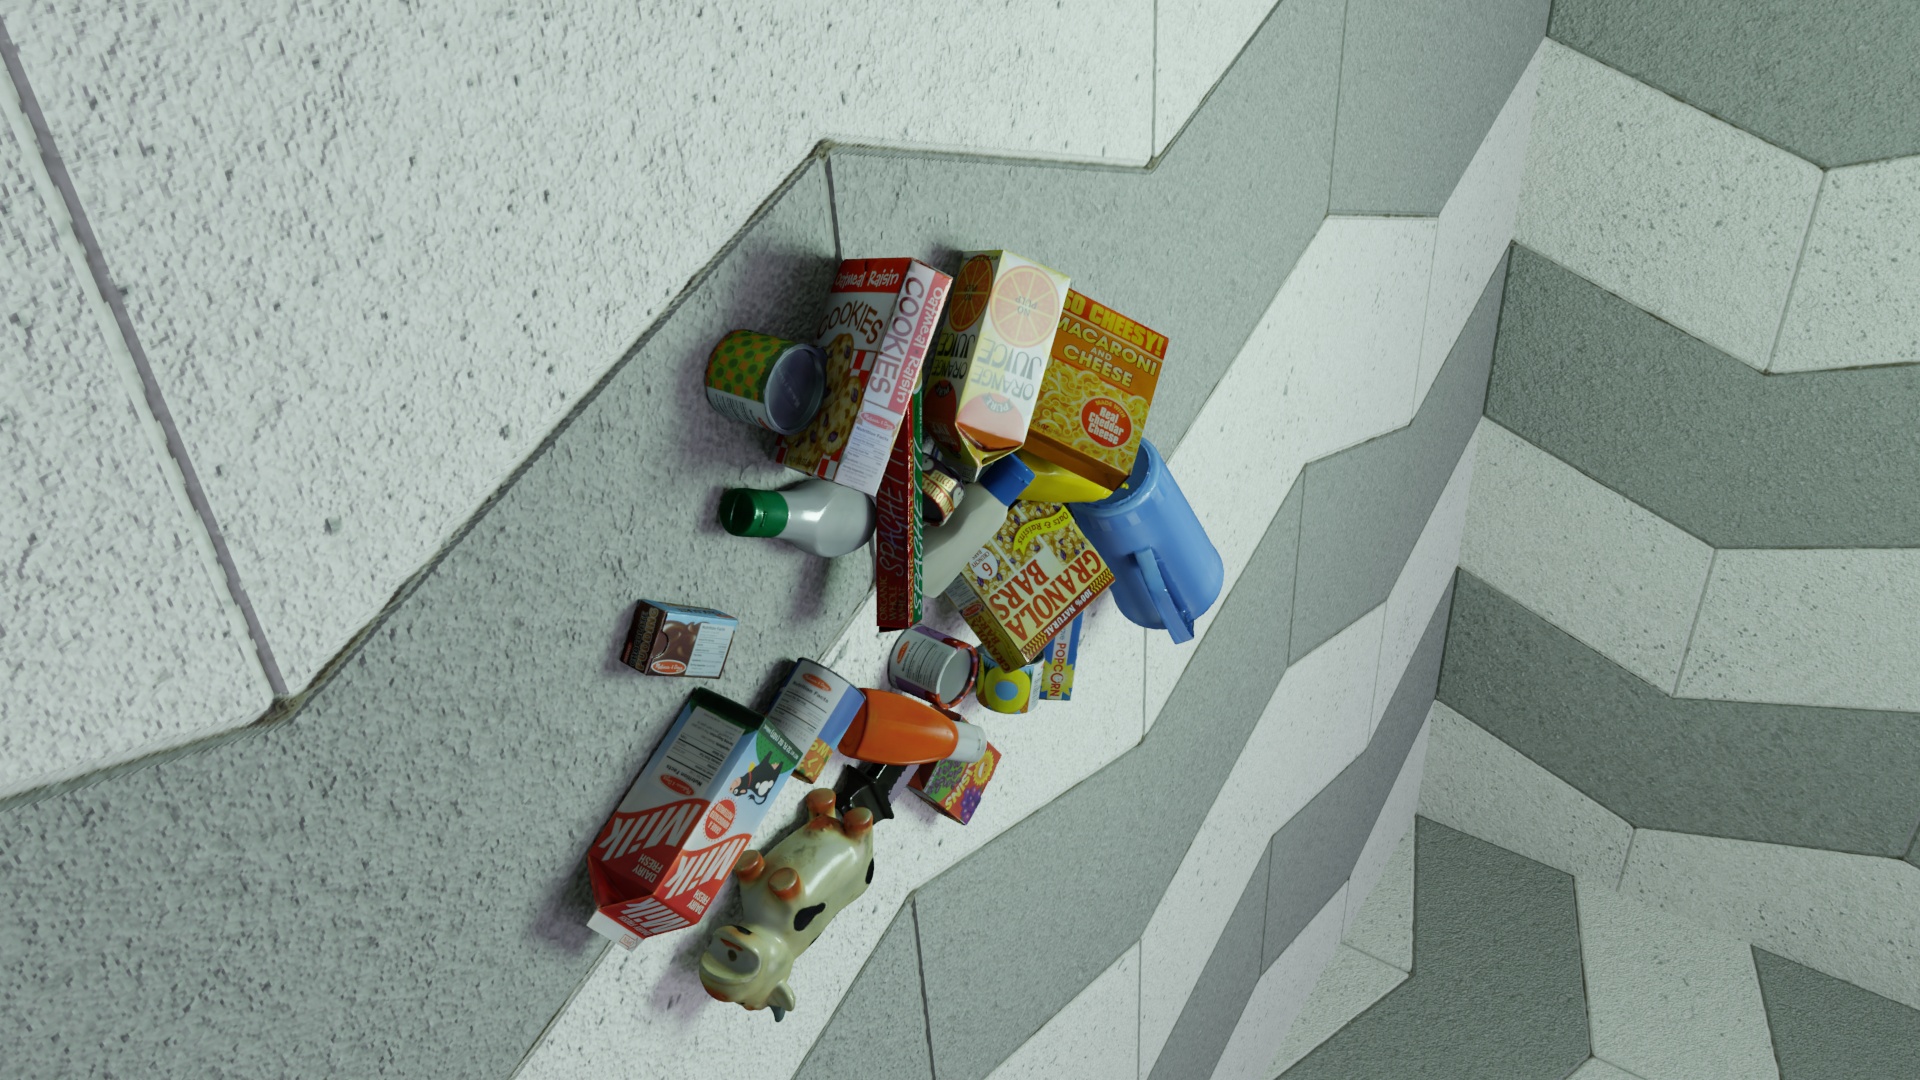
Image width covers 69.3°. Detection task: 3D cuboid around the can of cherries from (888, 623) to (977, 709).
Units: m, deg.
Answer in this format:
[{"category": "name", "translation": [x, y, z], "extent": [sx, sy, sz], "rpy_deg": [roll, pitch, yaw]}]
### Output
[{"category": "can of cherries", "translation": [-0.024, 0.119, 1.304], "extent": [0.072, 0.058, 0.071], "rpy_deg": [-34, 133, -46]}]

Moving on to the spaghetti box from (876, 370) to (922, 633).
[{"category": "spaghetti box", "translation": [-0.050, -0.051, 1.134], "extent": [0.050, 0.029, 0.249], "rpy_deg": [-27, 117, -77]}]

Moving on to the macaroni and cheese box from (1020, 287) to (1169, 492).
[{"category": "macaroni and cheese box", "translation": [0.116, -0.144, 1.295], "extent": [0.040, 0.124, 0.167], "rpy_deg": [-50, -162, 58]}]

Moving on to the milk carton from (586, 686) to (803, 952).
[{"category": "milk carton", "translation": [-0.208, 0.215, 1.045], "extent": [0.191, 0.073, 0.072], "rpy_deg": [-58, 147, -20]}]

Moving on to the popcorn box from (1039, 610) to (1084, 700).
[{"category": "popcorn box", "translation": [0.103, 0.095, 1.470], "extent": [0.085, 0.038, 0.126], "rpy_deg": [-91, -174, -62]}]

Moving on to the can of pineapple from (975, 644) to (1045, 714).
[{"category": "can of pineapple", "translation": [0.049, 0.138, 1.428], "extent": [0.071, 0.071, 0.057], "rpy_deg": [-22, 125, -52]}]

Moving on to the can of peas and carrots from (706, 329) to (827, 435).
[{"category": "can of peas and carrots", "translation": [-0.137, -0.116, 0.993], "extent": [0.071, 0.059, 0.070], "rpy_deg": [-35, 133, -46]}]

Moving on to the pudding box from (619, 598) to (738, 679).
[{"category": "pudding box", "translation": [-0.204, 0.073, 1.017], "extent": [0.084, 0.030, 0.049], "rpy_deg": [14, 96, -59]}]

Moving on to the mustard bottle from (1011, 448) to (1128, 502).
[{"category": "mustard bottle", "translation": [0.104, -0.064, 1.362], "extent": [0.160, 0.065, 0.049], "rpy_deg": [6, 66, -39]}]

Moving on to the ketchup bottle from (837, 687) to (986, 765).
[{"category": "ketchup bottle", "translation": [-0.041, 0.177, 1.272], "extent": [0.149, 0.043, 0.065], "rpy_deg": [17, 77, -38]}]

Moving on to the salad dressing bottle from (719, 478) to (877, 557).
[{"category": "salad dressing bottle", "translation": [-0.124, -0.019, 1.083], "extent": [0.148, 0.044, 0.064], "rpy_deg": [3, 104, -57]}]

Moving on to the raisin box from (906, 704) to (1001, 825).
[{"category": "raisin box", "translation": [-0.010, 0.228, 1.406], "extent": [0.086, 0.040, 0.123], "rpy_deg": [-62, 149, -16]}]

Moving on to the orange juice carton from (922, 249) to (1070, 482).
[{"category": "orange juice carton", "translation": [0.023, -0.146, 1.191], "extent": [0.073, 0.072, 0.192], "rpy_deg": [15, 91, -30]}]

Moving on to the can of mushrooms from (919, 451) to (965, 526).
[{"category": "can of mushrooms", "translation": [-0.031, -0.045, 1.192], "extent": [0.033, 0.071, 0.070], "rpy_deg": [-54, 146, -23]}]

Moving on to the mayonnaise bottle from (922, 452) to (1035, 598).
[{"category": "mayonnaise bottle", "translation": [0.004, -0.016, 1.241], "extent": [0.148, 0.041, 0.064], "rpy_deg": [-47, 147, 6]}]

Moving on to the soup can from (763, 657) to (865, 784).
[{"category": "soup can", "translation": [-0.127, 0.150, 1.149], "extent": [0.084, 0.071, 0.071], "rpy_deg": [-59, 147, -18]}]

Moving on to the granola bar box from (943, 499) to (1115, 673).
[{"category": "granola bar box", "translation": [0.064, 0.033, 1.348], "extent": [0.124, 0.039, 0.166], "rpy_deg": [54, 48, -3]}]

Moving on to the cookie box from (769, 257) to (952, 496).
[{"category": "cookie box", "translation": [-0.076, -0.124, 1.023], "extent": [0.040, 0.123, 0.167], "rpy_deg": [20, 89, -30]}]
